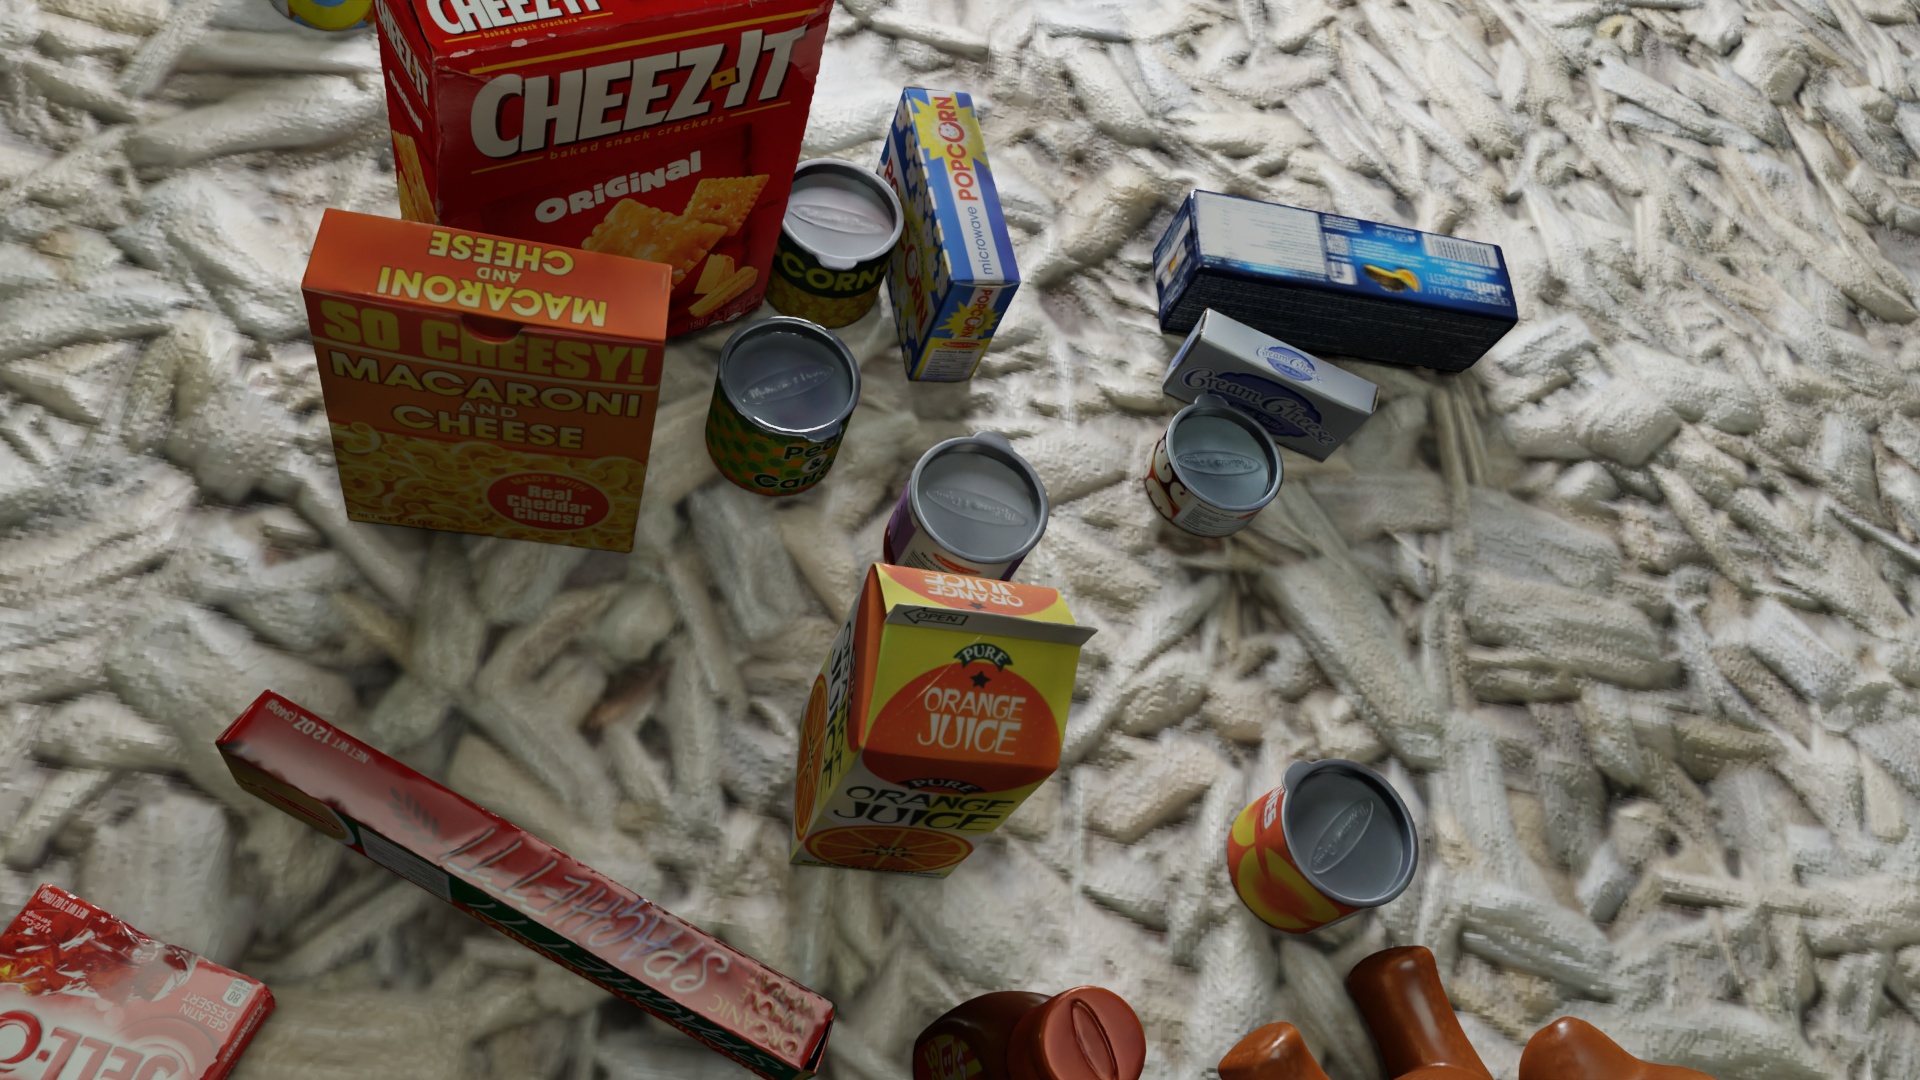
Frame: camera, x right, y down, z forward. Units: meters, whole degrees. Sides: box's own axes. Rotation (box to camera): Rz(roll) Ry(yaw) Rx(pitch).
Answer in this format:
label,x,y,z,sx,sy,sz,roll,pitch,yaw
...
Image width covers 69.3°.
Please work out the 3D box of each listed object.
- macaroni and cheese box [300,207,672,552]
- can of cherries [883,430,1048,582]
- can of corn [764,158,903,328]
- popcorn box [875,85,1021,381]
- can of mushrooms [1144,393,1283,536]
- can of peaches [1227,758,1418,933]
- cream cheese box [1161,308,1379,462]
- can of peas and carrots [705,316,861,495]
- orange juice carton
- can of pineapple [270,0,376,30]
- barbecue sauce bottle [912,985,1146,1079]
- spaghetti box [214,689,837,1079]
label,x,y,z,sx,sy,sz,roll,pitch,yaw
macaroni and cheese box,-0.186,-0.055,0.559,0.124,0.165,0.040,7,61,-14
can of cherries,0.002,-0.008,0.657,0.071,0.058,0.072,8,60,-14
can of corn,-0.068,-0.149,0.712,0.071,0.058,0.071,8,60,-14
popcorn box,-0.011,-0.157,0.719,0.038,0.084,0.127,-3,64,-19
can of mushrooms,0.132,-0.039,0.730,0.071,0.033,0.071,8,60,-14
can of peaches,0.160,0.137,0.628,0.071,0.057,0.071,8,60,-14
cream cheese box,0.167,-0.083,0.753,0.104,0.053,0.024,24,58,-4
can of peas and carrots,-0.084,-0.061,0.658,0.071,0.058,0.071,8,60,-14
orange juice carton,-0.013,0.068,0.531,0.072,0.191,0.073,9,60,-13
can of pineapple,-0.326,-0.308,0.717,0.071,0.057,0.071,8,60,-14
barbecue sauce bottle,0.023,0.192,0.501,0.044,0.147,0.065,-15,68,-24
spaghetti box,-0.163,0.136,0.530,0.250,0.050,0.029,29,58,-1
